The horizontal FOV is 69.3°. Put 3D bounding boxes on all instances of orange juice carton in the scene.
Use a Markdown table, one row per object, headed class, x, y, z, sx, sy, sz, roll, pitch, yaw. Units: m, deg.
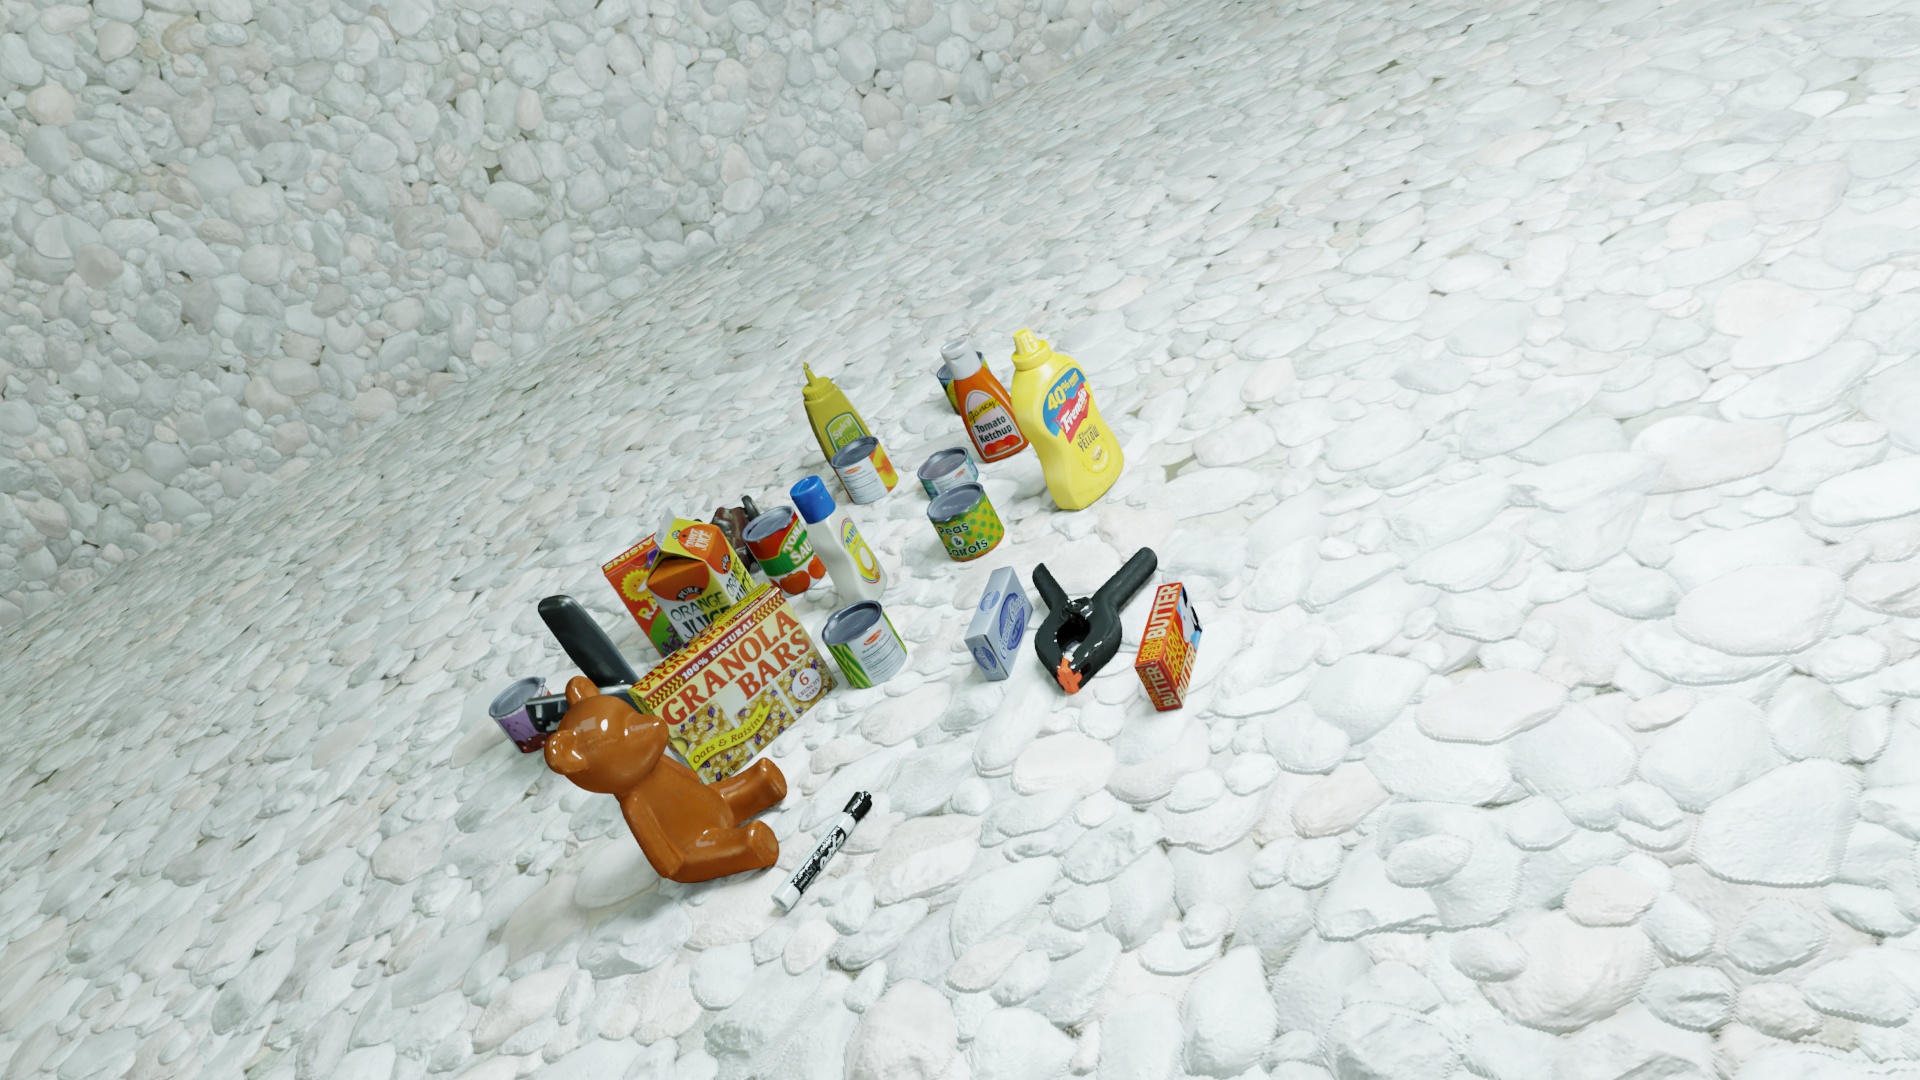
| class | x | y | z | sx | sy | sz | roll | pitch | yaw |
| --- | --- | --- | --- | --- | --- | --- | --- | --- | --- |
| orange juice carton | -0.259 | 0.056 | 1.429 | 0.073 | 0.192 | 0.072 | -21 | 27 | 14 |

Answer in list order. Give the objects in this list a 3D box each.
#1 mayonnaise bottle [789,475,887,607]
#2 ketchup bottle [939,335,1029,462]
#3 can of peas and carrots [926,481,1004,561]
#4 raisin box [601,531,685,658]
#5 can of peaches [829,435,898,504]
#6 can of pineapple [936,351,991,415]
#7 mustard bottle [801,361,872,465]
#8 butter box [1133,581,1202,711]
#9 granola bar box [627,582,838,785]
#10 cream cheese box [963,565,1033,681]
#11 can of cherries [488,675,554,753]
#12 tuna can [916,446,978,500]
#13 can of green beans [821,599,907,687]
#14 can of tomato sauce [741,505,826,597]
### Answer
| class | x | y | z | sx | sy | sz | roll | pitch | yaw |
| --- | --- | --- | --- | --- | --- | --- | --- | --- | --- |
| mayonnaise bottle | -0.128 | 0.001 | 1.454 | 0.041 | 0.147 | 0.065 | -15 | 29 | 25 |
| ketchup bottle | 0.024 | -0.164 | 1.601 | 0.064 | 0.148 | 0.044 | -21 | 27 | 14 |
| can of peas and carrots | 0.005 | -0.018 | 1.461 | 0.071 | 0.058 | 0.071 | -22 | 27 | 12 |
| raisin box | -0.337 | 0.059 | 1.576 | 0.086 | 0.123 | 0.040 | -33 | 27 | -9 |
| can of peaches | -0.116 | -0.087 | 1.697 | 0.071 | 0.058 | 0.071 | -22 | 27 | 12 |
| can of pineapple | 0.010 | -0.200 | 1.778 | 0.071 | 0.057 | 0.071 | -22 | 27 | 12 |
| mustard bottle | -0.161 | -0.154 | 1.744 | 0.065 | 0.159 | 0.049 | -35 | 27 | -13 |
| butter box | 0.170 | 0.085 | 1.128 | 0.024 | 0.053 | 0.104 | -13 | 30 | 29 |
| granola bar box | -0.212 | 0.138 | 1.317 | 0.166 | 0.123 | 0.039 | -40 | 29 | -23 |
| cream cheese box | 0.037 | 0.076 | 1.272 | 0.024 | 0.053 | 0.104 | -14 | 30 | 27 |
| can of cherries | -0.478 | 0.193 | 1.545 | 0.071 | 0.058 | 0.072 | -22 | 27 | 12 |
| tuna can | -0.015 | -0.078 | 1.614 | 0.071 | 0.032 | 0.071 | -22 | 27 | 12 |
| can of green beans | -0.093 | 0.100 | 1.345 | 0.071 | 0.057 | 0.071 | -22 | 27 | 12 |
| can of tomato sauce | -0.197 | 0.012 | 1.571 | 0.071 | 0.082 | 0.071 | -22 | 27 | 12 |
